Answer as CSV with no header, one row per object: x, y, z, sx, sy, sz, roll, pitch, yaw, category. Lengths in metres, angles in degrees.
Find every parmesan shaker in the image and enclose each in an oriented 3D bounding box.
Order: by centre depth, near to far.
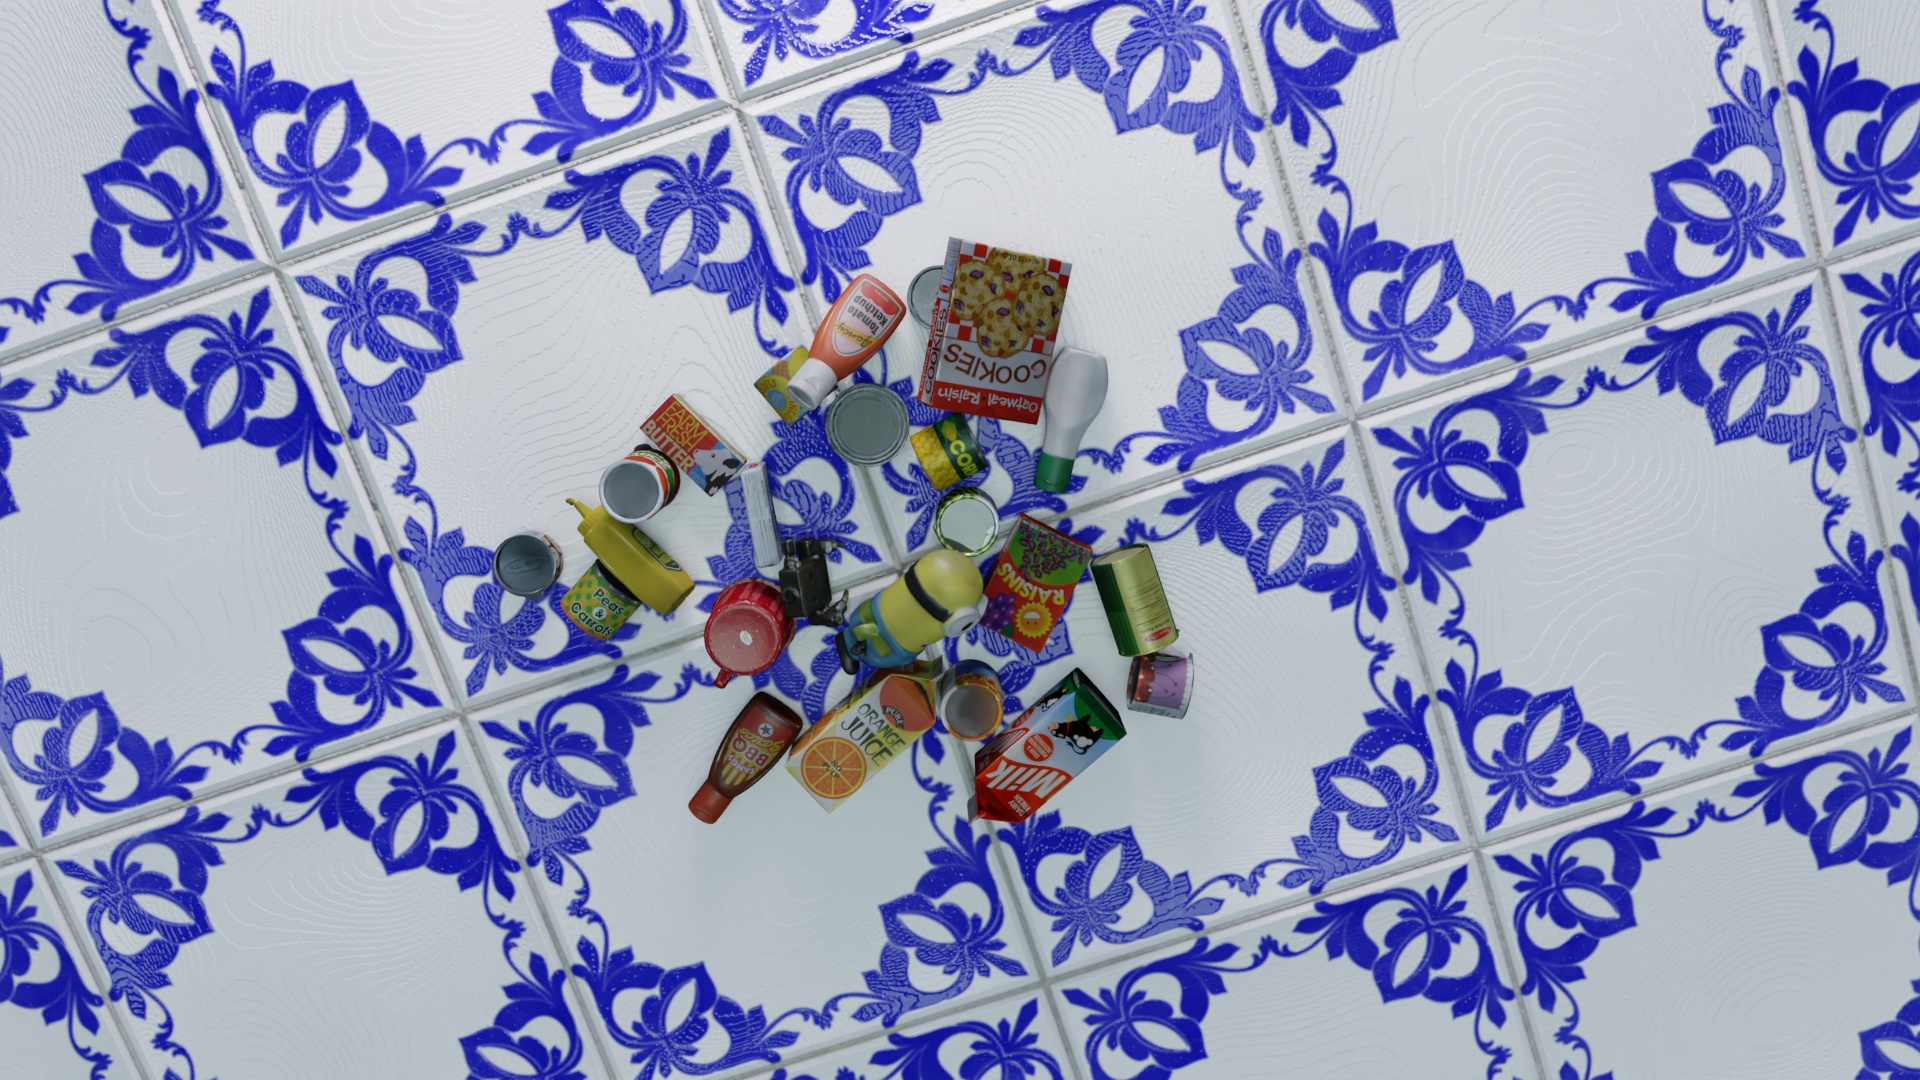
0.183,0.060,1.449,0.071,0.071,0.103,-19,99,3,parmesan shaker

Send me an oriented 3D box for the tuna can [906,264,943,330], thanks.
-0.020,-0.244,1.409,0.071,0.033,0.071,0,100,0,tuna can

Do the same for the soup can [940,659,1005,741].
0.014,0.168,1.456,0.071,0.084,0.071,0,100,-1,soup can

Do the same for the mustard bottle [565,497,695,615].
-0.347,0.009,1.437,0.160,0.065,0.049,43,95,-3,mustard bottle

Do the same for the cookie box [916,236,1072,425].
0.034,-0.207,1.387,0.123,0.040,0.167,7,103,-24,cookie box

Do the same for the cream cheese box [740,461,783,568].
-0.205,-0.027,1.436,0.024,0.053,0.103,-10,100,0,cream cheese box

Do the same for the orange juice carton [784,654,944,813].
-0.090,0.191,1.466,0.192,0.072,0.073,-41,99,7,orange juice carton

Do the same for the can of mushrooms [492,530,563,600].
-0.452,0.026,1.454,0.071,0.033,0.071,0,100,-1,can of mushrooms

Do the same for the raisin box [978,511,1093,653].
0.073,0.044,1.458,0.086,0.040,0.123,26,98,-5,raisin box

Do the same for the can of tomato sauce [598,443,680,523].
-0.326,-0.058,1.414,0.071,0.083,0.071,0,101,0,can of tomato sauce

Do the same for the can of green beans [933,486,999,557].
0.007,-0.019,1.436,0.071,0.058,0.071,0,100,0,can of green beans

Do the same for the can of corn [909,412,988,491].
-0.011,-0.090,1.417,0.058,0.071,0.071,-27,99,5,can of corn

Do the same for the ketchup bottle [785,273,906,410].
-0.117,-0.194,1.377,0.064,0.043,0.149,39,66,-11,ketchup bottle

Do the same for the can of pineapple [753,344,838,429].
-0.168,-0.156,1.405,0.071,0.071,0.058,-39,97,6,can of pineapple

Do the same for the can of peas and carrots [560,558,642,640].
-0.371,0.062,1.442,0.071,0.071,0.058,42,98,-7,can of peas and carrots

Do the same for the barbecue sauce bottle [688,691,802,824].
-0.235,0.236,1.487,0.065,0.044,0.148,37,98,-6,barbecue sauce bottle

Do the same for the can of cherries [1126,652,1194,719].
0.210,0.149,1.464,0.058,0.071,0.071,10,100,-1,can of cherries

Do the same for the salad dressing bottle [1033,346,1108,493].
0.109,-0.123,1.426,0.064,0.044,0.147,15,101,3,salad dressing bottle

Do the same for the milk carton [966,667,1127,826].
0.079,0.229,1.473,0.190,0.072,0.073,-41,98,7,milk carton

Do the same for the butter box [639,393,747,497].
-0.276,-0.099,1.437,0.103,0.024,0.053,44,96,-8,butter box
